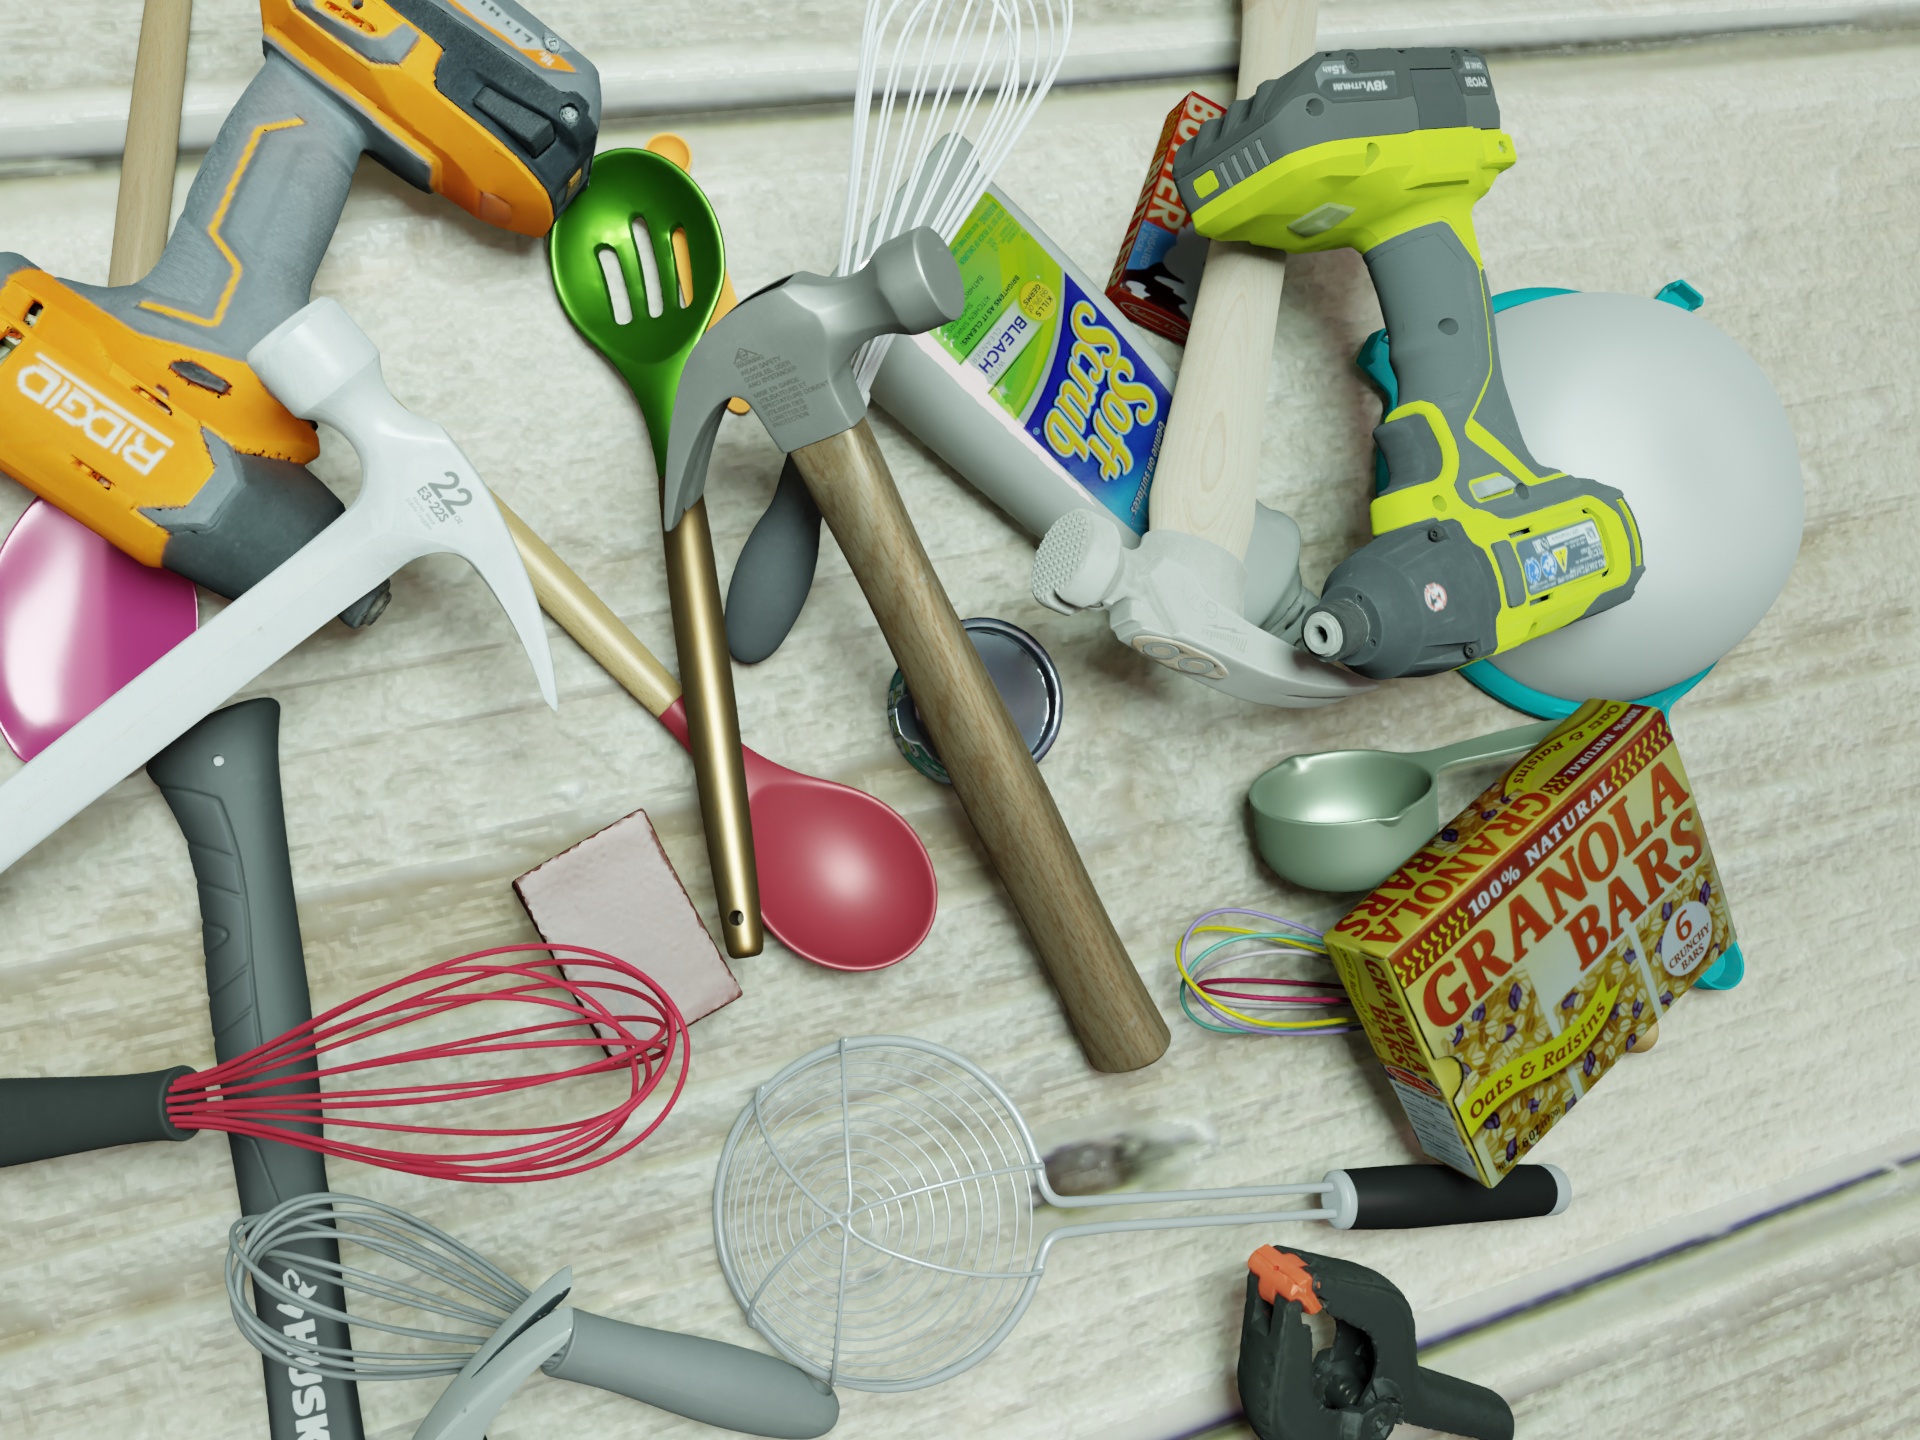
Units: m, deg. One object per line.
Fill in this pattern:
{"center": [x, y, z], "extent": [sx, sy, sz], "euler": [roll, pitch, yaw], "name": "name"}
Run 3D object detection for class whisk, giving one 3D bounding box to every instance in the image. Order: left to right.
{"center": [-0.226, 0.117, 0.499], "extent": [0.296, 0.073, 0.073], "euler": [-8, 85, 8], "name": "whisk"}
{"center": [-0.133, 0.210, 0.536], "extent": [0.238, 0.055, 0.055], "euler": [31, 74, -32], "name": "whisk"}
{"center": [-0.033, -0.144, 0.574], "extent": [0.070, 0.070, 0.284], "euler": [16, 113, -15], "name": "whisk"}
{"center": [0.200, 0.123, 0.681], "extent": [0.245, 0.047, 0.051], "euler": [11, 98, -19], "name": "whisk"}

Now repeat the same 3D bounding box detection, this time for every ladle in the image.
{"center": [-0.129, -0.024, 0.607], "extent": [0.315, 0.031, 0.069], "euler": [46, 66, -5], "name": "ladle"}

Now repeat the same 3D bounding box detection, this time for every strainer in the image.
{"center": [0.318, -0.046, 0.711], "extent": [0.211, 0.095, 0.340], "euler": [-13, 86, -18], "name": "strainer"}

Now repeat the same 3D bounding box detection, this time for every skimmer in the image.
{"center": [0.086, 0.193, 0.644], "extent": [0.363, 0.090, 0.127], "euler": [6, 77, -27], "name": "skimmer"}

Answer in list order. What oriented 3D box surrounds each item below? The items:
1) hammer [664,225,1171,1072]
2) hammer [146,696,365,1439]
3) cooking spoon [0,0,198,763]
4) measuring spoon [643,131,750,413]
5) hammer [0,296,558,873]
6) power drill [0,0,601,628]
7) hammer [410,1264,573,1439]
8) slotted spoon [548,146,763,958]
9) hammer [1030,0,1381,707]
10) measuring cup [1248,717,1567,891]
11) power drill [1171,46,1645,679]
{"center": [-0.001, -0.002, 0.582], "extent": [0.331, 0.130, 0.031], "euler": [64, 28, -22], "name": "hammer"}
{"center": [-0.228, 0.158, 0.549], "extent": [0.146, 0.035, 0.335], "euler": [-8, 85, -17], "name": "hammer"}
{"center": [-0.299, -0.140, 0.574], "extent": [0.068, 0.017, 0.319], "euler": [5, 82, -17], "name": "cooking spoon"}
{"center": [-0.105, -0.180, 0.645], "extent": [0.021, 0.011, 0.117], "euler": [-17, 92, -12], "name": "measuring spoon"}
{"center": [-0.309, 0.050, 0.494], "extent": [0.405, 0.035, 0.144], "euler": [-40, 111, -5], "name": "hammer"}
{"center": [-0.221, -0.151, 0.551], "extent": [0.164, 0.084, 0.226], "euler": [36, 78, -12], "name": "power drill"}
{"center": [0.010, 0.286, 0.553], "extent": [0.408, 0.036, 0.149], "euler": [17, 104, -19], "name": "hammer"}
{"center": [-0.105, -0.067, 0.600], "extent": [0.070, 0.031, 0.314], "euler": [-12, 80, 7], "name": "slotted spoon"}
{"center": [0.130, -0.206, 0.665], "extent": [0.146, 0.038, 0.411], "euler": [22, 67, -25], "name": "hammer"}
{"center": [0.203, 0.033, 0.673], "extent": [0.167, 0.083, 0.038], "euler": [-14, 109, -14], "name": "measuring cup"}
{"center": [0.168, -0.131, 0.605], "extent": [0.171, 0.080, 0.223], "euler": [-18, 91, -35], "name": "power drill"}
